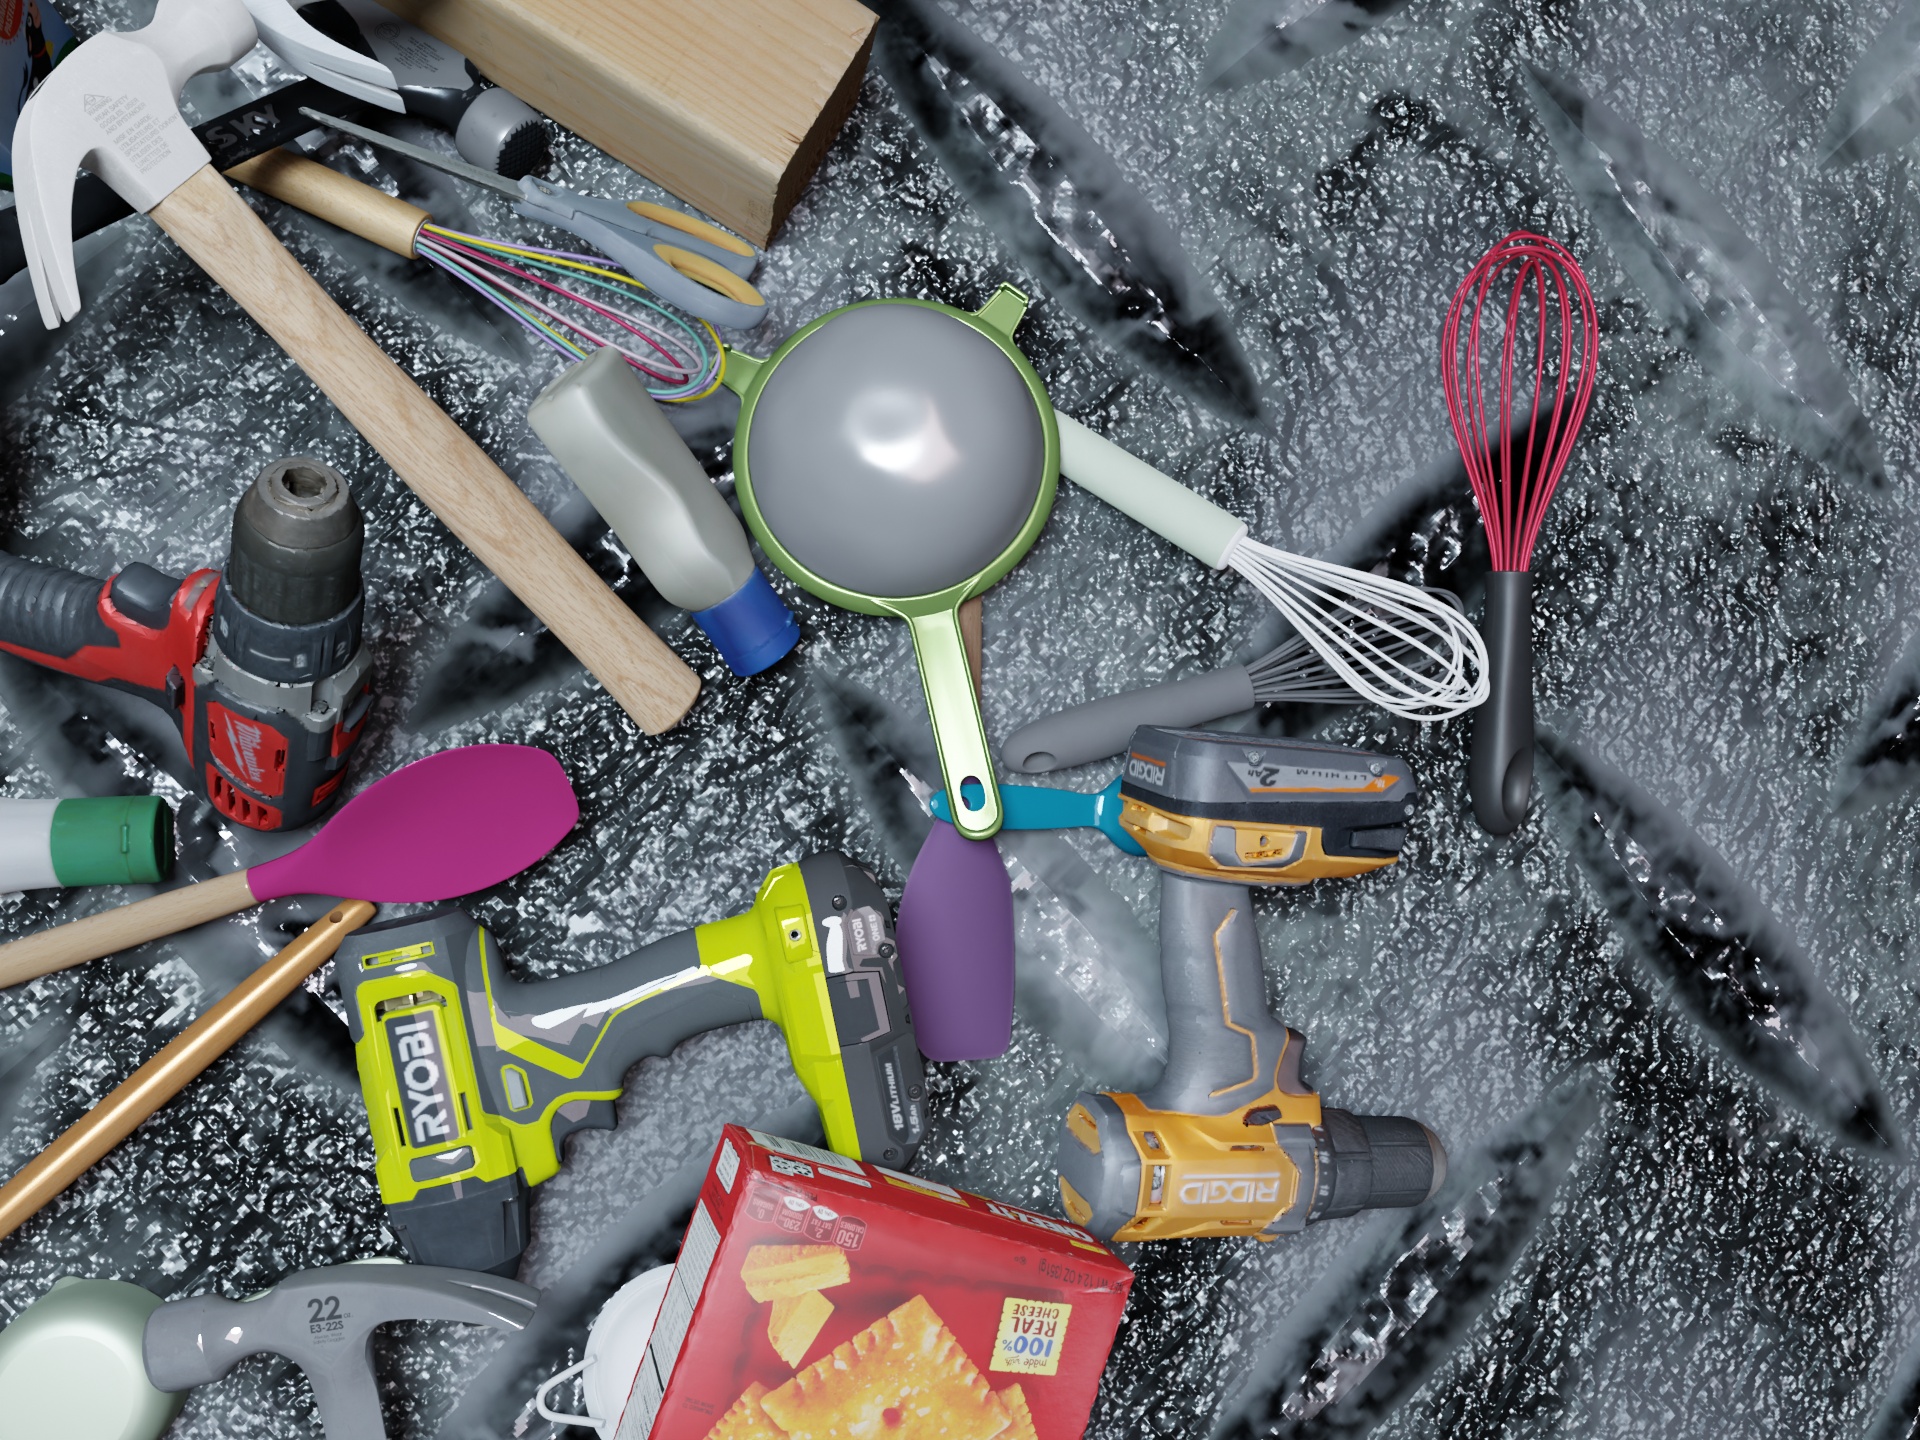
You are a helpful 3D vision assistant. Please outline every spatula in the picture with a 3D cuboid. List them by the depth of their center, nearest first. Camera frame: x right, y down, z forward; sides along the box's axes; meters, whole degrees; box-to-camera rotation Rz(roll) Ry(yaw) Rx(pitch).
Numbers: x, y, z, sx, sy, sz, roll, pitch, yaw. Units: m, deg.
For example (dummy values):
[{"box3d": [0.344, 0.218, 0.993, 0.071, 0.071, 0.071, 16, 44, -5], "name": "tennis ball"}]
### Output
[{"box3d": [-0.362, 0.178, 0.618, 0.081, 0.041, 0.322, 38, 68, 20], "name": "spatula"}, {"box3d": [-0.001, -0.002, 0.736, 0.059, 0.018, 0.316, 3, 85, -22], "name": "spatula"}]

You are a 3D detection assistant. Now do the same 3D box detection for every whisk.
[{"box3d": [-0.219, -0.201, 0.703, 0.245, 0.047, 0.051, 24, 69, -4], "name": "whisk"}, {"box3d": [0.132, -0.076, 0.728, 0.246, 0.057, 0.059, 34, 42, 13], "name": "whisk"}, {"box3d": [0.132, -0.014, 0.752, 0.239, 0.055, 0.055, -16, 88, -8], "name": "whisk"}, {"box3d": [0.270, -0.092, 0.780, 0.073, 0.073, 0.296, 2, 91, -11], "name": "whisk"}]

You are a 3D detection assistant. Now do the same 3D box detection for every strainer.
[{"box3d": [-0.054, 0.267, 0.693, 0.258, 0.050, 0.087, -8, 72, -15], "name": "strainer"}, {"box3d": [-0.018, -0.074, 0.698, 0.151, 0.069, 0.256, -12, 82, -2], "name": "strainer"}]

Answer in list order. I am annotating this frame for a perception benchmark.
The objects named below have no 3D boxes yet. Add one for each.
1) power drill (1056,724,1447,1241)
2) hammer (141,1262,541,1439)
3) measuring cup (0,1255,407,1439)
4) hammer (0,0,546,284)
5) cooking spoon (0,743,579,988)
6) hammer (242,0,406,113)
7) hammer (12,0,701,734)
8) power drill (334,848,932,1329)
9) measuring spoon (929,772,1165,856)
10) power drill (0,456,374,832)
[{"box3d": [0.146, 0.123, 0.716, 0.185, 0.084, 0.226, 5, 95, -18], "name": "power drill"}, {"box3d": [-0.205, 0.412, 0.627, 0.144, 0.035, 0.405, -11, 93, -3], "name": "hammer"}, {"box3d": [-0.309, 0.254, 0.642, 0.167, 0.038, 0.083, -17, 88, -10], "name": "measuring cup"}, {"box3d": [-0.347, -0.185, 0.587, 0.149, 0.036, 0.409, 38, 51, 5], "name": "hammer"}, {"box3d": [-0.314, 0.075, 0.651, 0.319, 0.017, 0.068, -18, 123, -5], "name": "cooking spoon"}, {"box3d": [-0.132, -0.330, 0.641, 0.331, 0.033, 0.128, -14, 87, -11], "name": "hammer"}, {"box3d": [-0.219, -0.113, 0.626, 0.331, 0.031, 0.130, 51, 57, -29], "name": "hammer"}, {"box3d": [-0.132, 0.150, 0.671, 0.223, 0.080, 0.171, -12, 92, -9], "name": "power drill"}, {"box3d": [0.049, 0.041, 0.731, 0.128, 0.021, 0.042, 3, 86, -21], "name": "measuring spoon"}, {"box3d": [-0.329, -0.062, 0.600, 0.226, 0.187, 0.080, 27, 47, -6], "name": "power drill"}]
